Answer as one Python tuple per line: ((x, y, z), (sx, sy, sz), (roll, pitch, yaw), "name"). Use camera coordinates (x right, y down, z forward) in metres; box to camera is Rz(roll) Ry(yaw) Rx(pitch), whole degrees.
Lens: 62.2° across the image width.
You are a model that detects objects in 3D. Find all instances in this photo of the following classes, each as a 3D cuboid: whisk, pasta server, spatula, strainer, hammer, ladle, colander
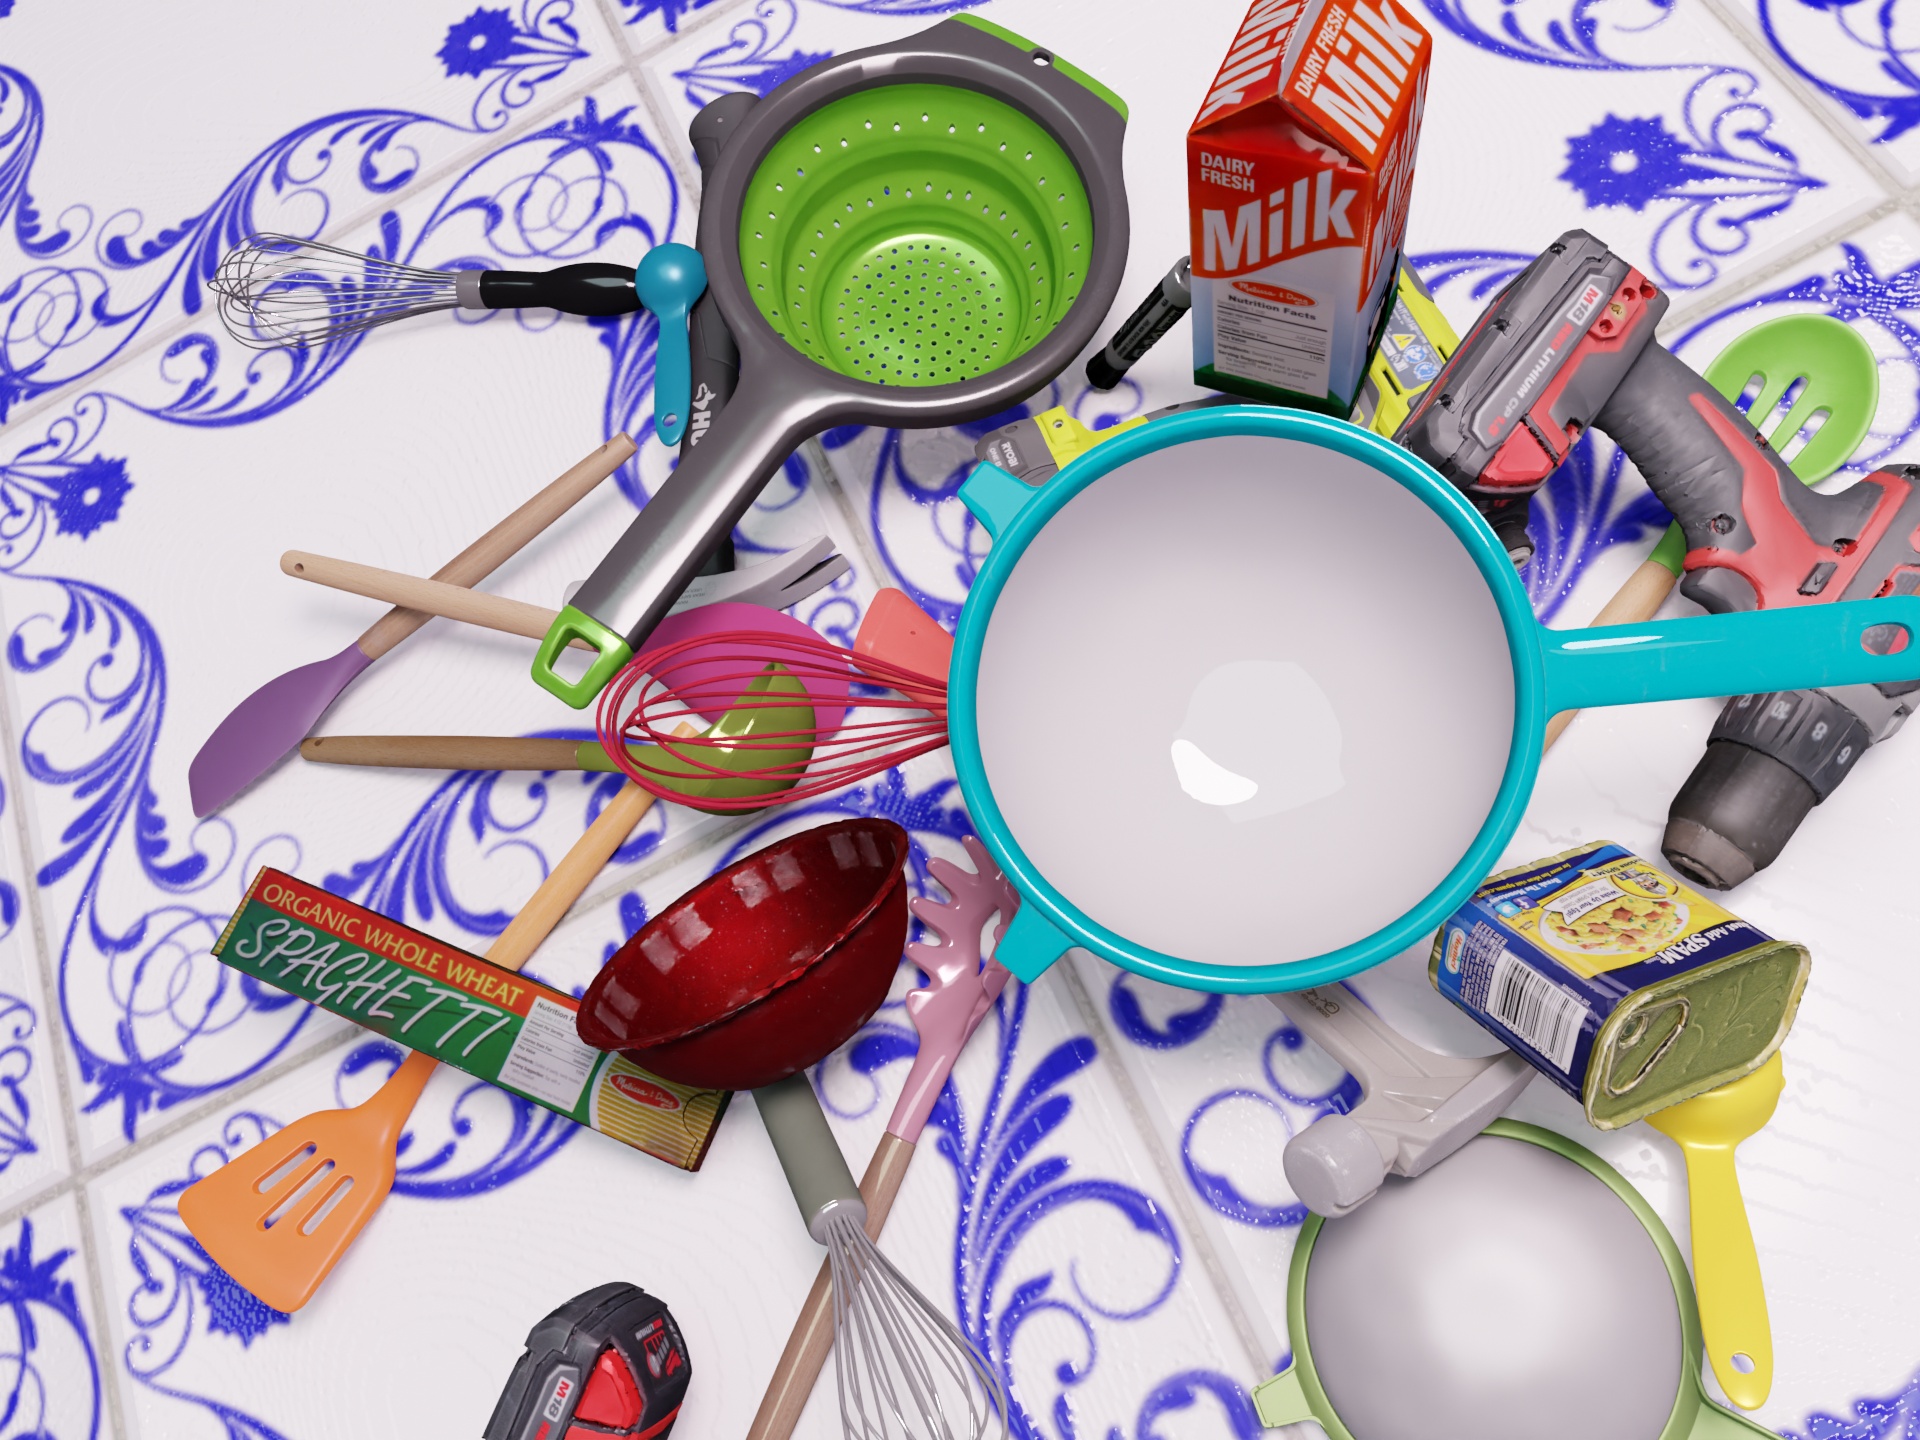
((-0.045, 0.204, 0.627), (0.058, 0.059, 0.247), (-23, 36, -11), "whisk")
((-0.042, 0.201, 0.675), (0.060, 0.040, 0.316), (11, 72, 50), "pasta server")
((-0.297, -0.055, 0.847), (0.316, 0.018, 0.060), (-36, 53, 9), "spatula")
((0.237, 0.237, 0.558), (0.256, 0.069, 0.151), (23, 77, 25), "strainer")
((-0.128, -0.203, 0.864), (0.146, 0.035, 0.335), (-5, 67, 15), "hammer")
((-0.312, -0.253, 0.929), (0.284, 0.070, 0.070), (3, 70, 13), "whisk")
((-0.210, 0.009, 0.778), (0.320, 0.062, 0.078), (1, 48, 26), "ladle")
((-0.001, -0.002, 0.655), (0.295, 0.073, 0.073), (-2, 63, -22), "whisk")
((-0.067, -0.160, 0.776), (0.204, 0.094, 0.397), (33, 77, 10), "colander")
((0.080, 0.046, 0.683), (0.149, 0.036, 0.359), (-23, 49, -33), "hammer")
((-0.232, 0.127, 0.760), (0.081, 0.041, 0.322), (36, 81, 15), "spatula")
((0.169, -0.012, 0.595), (0.340, 0.095, 0.211), (-5, 86, 11), "strainer")

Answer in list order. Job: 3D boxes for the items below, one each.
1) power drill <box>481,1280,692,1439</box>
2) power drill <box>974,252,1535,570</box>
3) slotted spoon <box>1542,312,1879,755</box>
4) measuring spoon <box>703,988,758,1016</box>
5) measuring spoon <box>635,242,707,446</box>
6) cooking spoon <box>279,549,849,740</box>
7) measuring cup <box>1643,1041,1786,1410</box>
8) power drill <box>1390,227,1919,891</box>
((-0.072, 0.310, 0.604), (0.220, 0.078, 0.143), (23, 85, 12), "power drill")
((0.134, -0.106, 0.724), (0.223, 0.080, 0.171), (-23, 63, 3), "power drill")
((0.282, -0.045, 0.682), (0.070, 0.031, 0.314), (38, 85, 19), "slotted spoon")
((-0.147, 0.145, 0.742), (0.117, 0.011, 0.021), (-17, 65, 9), "measuring spoon")
((-0.156, -0.203, 0.840), (0.042, 0.021, 0.129), (-11, 65, 14), "measuring spoon")
((-0.205, -0.047, 0.802), (0.319, 0.017, 0.068), (14, 107, 14), "cooking spoon")
((0.271, 0.163, 0.568), (0.062, 0.029, 0.157), (-2, 44, 16), "measuring cup")
((0.278, -0.062, 0.633), (0.226, 0.080, 0.188), (36, 86, 1), "power drill")
